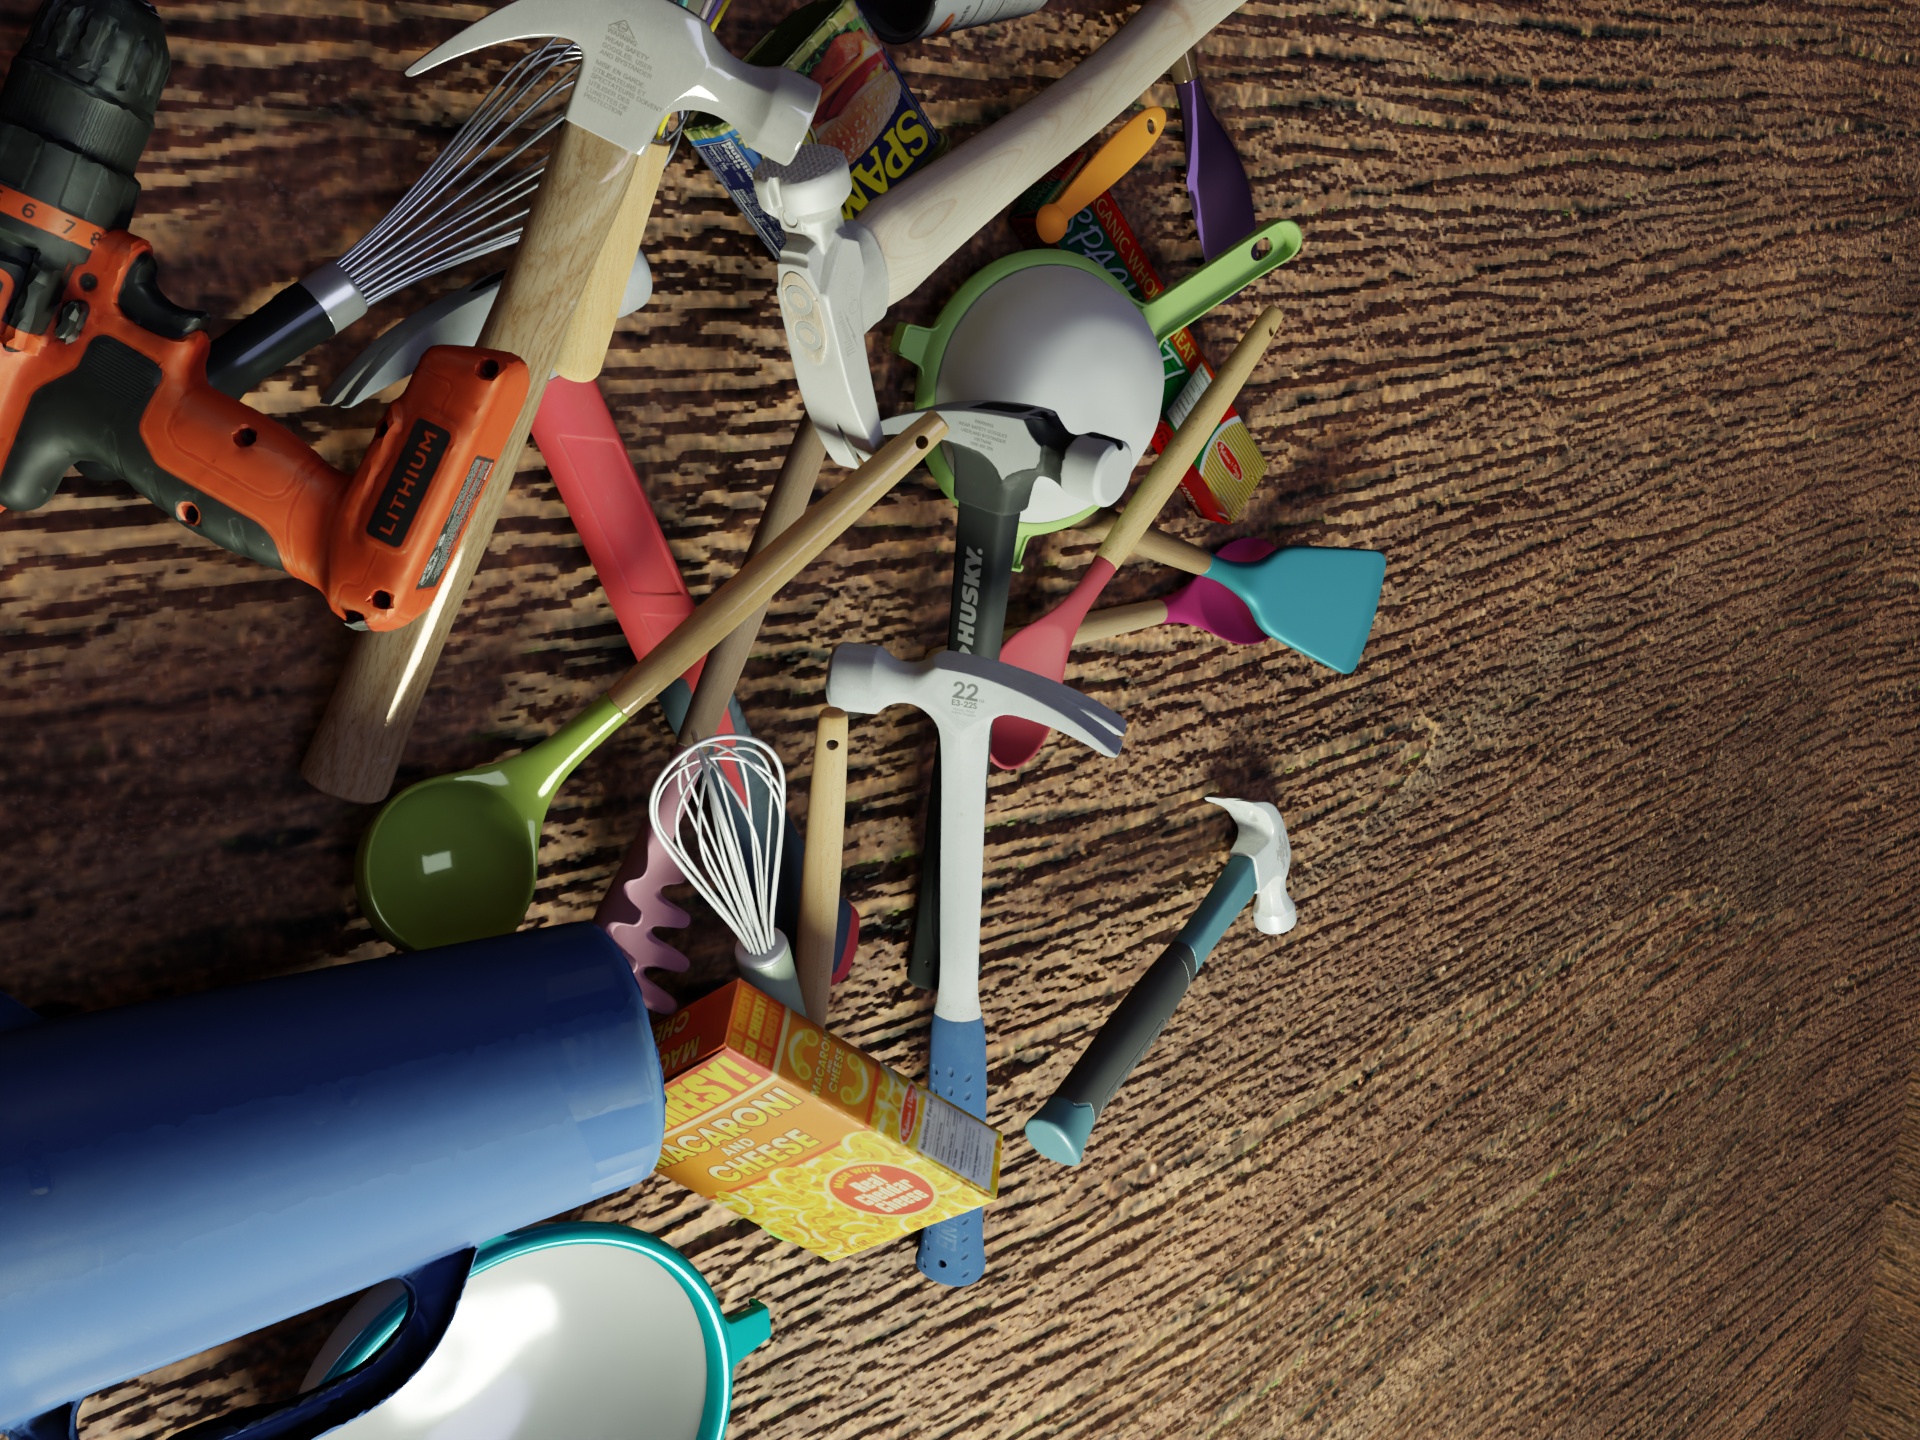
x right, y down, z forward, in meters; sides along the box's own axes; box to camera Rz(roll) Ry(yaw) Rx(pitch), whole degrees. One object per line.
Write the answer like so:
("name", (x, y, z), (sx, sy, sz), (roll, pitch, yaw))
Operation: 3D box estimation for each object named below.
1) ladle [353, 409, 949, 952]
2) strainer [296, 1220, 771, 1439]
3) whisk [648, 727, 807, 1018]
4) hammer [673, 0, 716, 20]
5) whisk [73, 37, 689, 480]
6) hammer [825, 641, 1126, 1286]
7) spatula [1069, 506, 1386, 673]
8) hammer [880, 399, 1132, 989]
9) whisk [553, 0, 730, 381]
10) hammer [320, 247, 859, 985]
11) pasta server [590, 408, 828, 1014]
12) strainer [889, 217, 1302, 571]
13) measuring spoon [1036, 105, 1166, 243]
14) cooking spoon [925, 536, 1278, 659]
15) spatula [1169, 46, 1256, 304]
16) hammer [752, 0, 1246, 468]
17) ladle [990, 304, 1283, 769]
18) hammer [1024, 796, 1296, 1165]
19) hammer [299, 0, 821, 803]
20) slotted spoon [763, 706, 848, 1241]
("ladle", (-0.123, -0.021, 0.673), (0.320, 0.062, 0.078), (-42, 117, -3))
("strainer", (-0.247, 0.363, 0.701), (0.210, 0.095, 0.340), (40, 76, -39))
("whisk", (-0.092, 0.098, 0.718), (0.059, 0.058, 0.246), (-23, 134, -17))
("hammer", (-0.250, -0.314, 0.526), (0.359, 0.037, 0.149), (-9, 83, -38))
("whisk", (-0.215, -0.180, 0.611), (0.284, 0.070, 0.070), (-43, 127, -20))
("hammer", (0.004, 0.149, 0.850), (0.035, 0.144, 0.405), (-64, 158, -58))
("spatula", (0.136, -0.102, 0.951), (0.317, 0.044, 0.082), (14, 93, -39))
("hammer", (-0.001, -0.003, 0.828), (0.035, 0.146, 0.334), (-26, 130, -48))
("whisk", (-0.115, -0.241, 0.591), (0.047, 0.051, 0.245), (12, 120, -24))
("hammer", (-0.140, -0.016, 0.734), (0.143, 0.038, 0.386), (-38, 125, -28))
("pasta server", (-0.104, -0.010, 0.716), (0.060, 0.040, 0.316), (35, 75, -75))
("strainer", (0.098, -0.195, 0.840), (0.256, 0.069, 0.151), (-35, 121, -14))
("measuring spoon", (0.078, -0.290, 0.839), (0.117, 0.011, 0.021), (-49, 129, -24))
("cooking spoon", (0.102, -0.063, 0.961), (0.319, 0.017, 0.069), (-14, 97, -40))
("spatula", (0.121, -0.386, 0.891), (0.060, 0.018, 0.315), (-46, 130, -30))
("hammer", (0.048, -0.284, 0.777), (0.411, 0.038, 0.146), (-49, 144, -34))
("ladle", (0.096, -0.110, 0.895), (0.315, 0.031, 0.069), (-56, 138, -10))
("hammer", (0.132, 0.157, 0.986), (0.331, 0.033, 0.128), (-42, 128, -46))
("hammer", (-0.180, -0.112, 0.597), (0.130, 0.031, 0.331), (22, 109, -19))
("slotted spoon", (-0.073, 0.135, 0.801), (0.070, 0.031, 0.313), (1, 117, -10))
